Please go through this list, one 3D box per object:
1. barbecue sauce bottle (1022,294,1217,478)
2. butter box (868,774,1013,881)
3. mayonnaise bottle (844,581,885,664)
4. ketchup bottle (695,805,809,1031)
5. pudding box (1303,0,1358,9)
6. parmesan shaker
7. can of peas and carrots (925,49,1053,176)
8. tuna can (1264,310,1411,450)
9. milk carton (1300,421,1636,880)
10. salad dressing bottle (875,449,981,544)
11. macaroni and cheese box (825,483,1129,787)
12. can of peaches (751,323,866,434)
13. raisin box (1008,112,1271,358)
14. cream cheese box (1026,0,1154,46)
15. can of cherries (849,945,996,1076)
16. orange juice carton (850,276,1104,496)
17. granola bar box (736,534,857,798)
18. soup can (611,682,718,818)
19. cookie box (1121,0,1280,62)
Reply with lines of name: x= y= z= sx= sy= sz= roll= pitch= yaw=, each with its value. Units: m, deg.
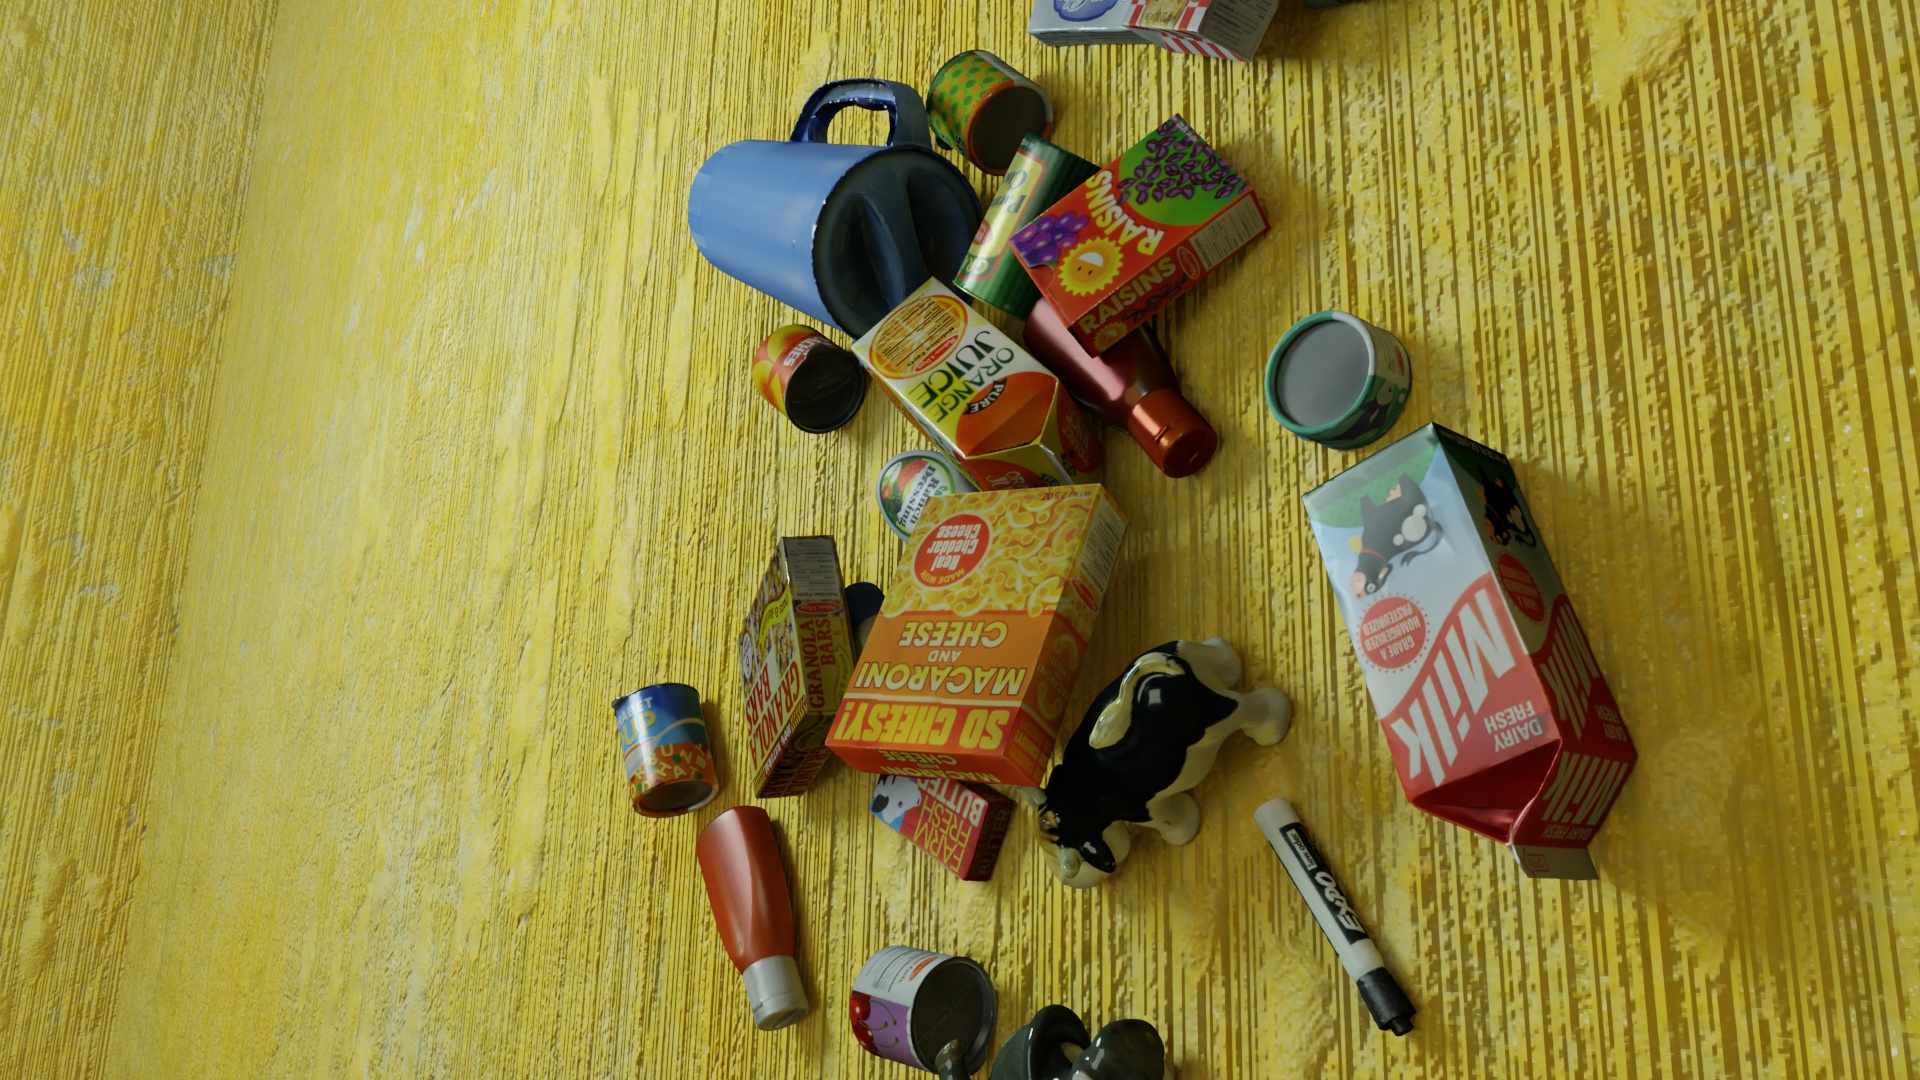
barbecue sauce bottle: x=0.093 y=-0.095 z=0.802 sx=0.064 sy=0.043 sz=0.149 roll=-51 pitch=48 yaw=20
butter box: x=-0.013 y=0.166 z=0.862 sx=0.103 sy=0.024 sz=0.053 roll=23 pitch=98 yaw=49
mayonnaise bottle: x=-0.040 y=0.083 z=0.889 sx=0.148 sy=0.065 sz=0.041 roll=54 pitch=133 yaw=46
ketchup bottle: x=-0.143 y=0.263 z=0.965 sx=0.064 sy=0.043 sz=0.149 roll=-47 pitch=49 yaw=30
pudding box: x=0.218 y=-0.314 z=0.733 sx=0.083 sy=0.030 sz=0.049 roll=11 pitch=88 yaw=49
parmesan shaker: x=0.047 y=-0.193 z=0.864 sx=0.071 sy=0.071 sz=0.102 roll=42 pitch=111 yaw=45
can of peas and carrots: x=0.018 y=-0.280 z=0.918 sx=0.070 sy=0.071 sz=0.059 roll=-59 pitch=45 yaw=19
tuna can: x=0.187 y=-0.079 z=0.701 sx=0.071 sy=0.033 sz=0.071 roll=-16 pitch=68 yaw=44
milk carton: x=0.222 y=0.052 z=0.597 sx=0.073 sy=0.072 sz=0.191 roll=-35 pitch=56 yaw=37
salad dressing bottle: x=0.003 y=-0.011 z=0.877 sx=0.148 sy=0.044 sz=0.064 roll=34 pitch=97 yaw=46
macaroni and cheese box: x=0.011 y=0.050 z=0.758 sx=0.123 sy=0.040 sz=0.167 roll=-3 pitch=53 yaw=38
can of peaches: x=-0.112 y=-0.121 z=1.016 sx=0.058 sy=0.071 sz=0.071 roll=39 pitch=109 yaw=47
raisin box: x=0.099 y=-0.173 z=0.786 sx=0.123 sy=0.040 sz=0.086 roll=-36 pitch=52 yaw=9
cream cheese box: x=0.090 y=-0.346 z=0.888 sx=0.104 sy=0.024 sz=0.053 roll=22 pitch=98 yaw=49
can of cherries: x=-0.022 y=0.276 z=0.812 sx=0.058 sy=0.071 sz=0.071 roll=-8 pitch=74 yaw=47
orange juice carton: x=0.018 y=-0.078 z=0.841 sx=0.073 sy=0.071 sz=0.193 roll=-41 pitch=46 yaw=-3
granola bar box: x=-0.112 y=0.088 z=0.936 sx=0.164 sy=0.039 sz=0.124 roll=123 pitch=141 yaw=-56
soup can: x=-0.228 y=0.161 z=1.066 sx=0.071 sy=0.071 sz=0.084 roll=-43 pitch=51 yaw=32
cookie box: x=0.160 y=-0.356 z=0.770 sx=0.167 sy=0.040 sz=0.123 roll=-64 pitch=21 yaw=14
